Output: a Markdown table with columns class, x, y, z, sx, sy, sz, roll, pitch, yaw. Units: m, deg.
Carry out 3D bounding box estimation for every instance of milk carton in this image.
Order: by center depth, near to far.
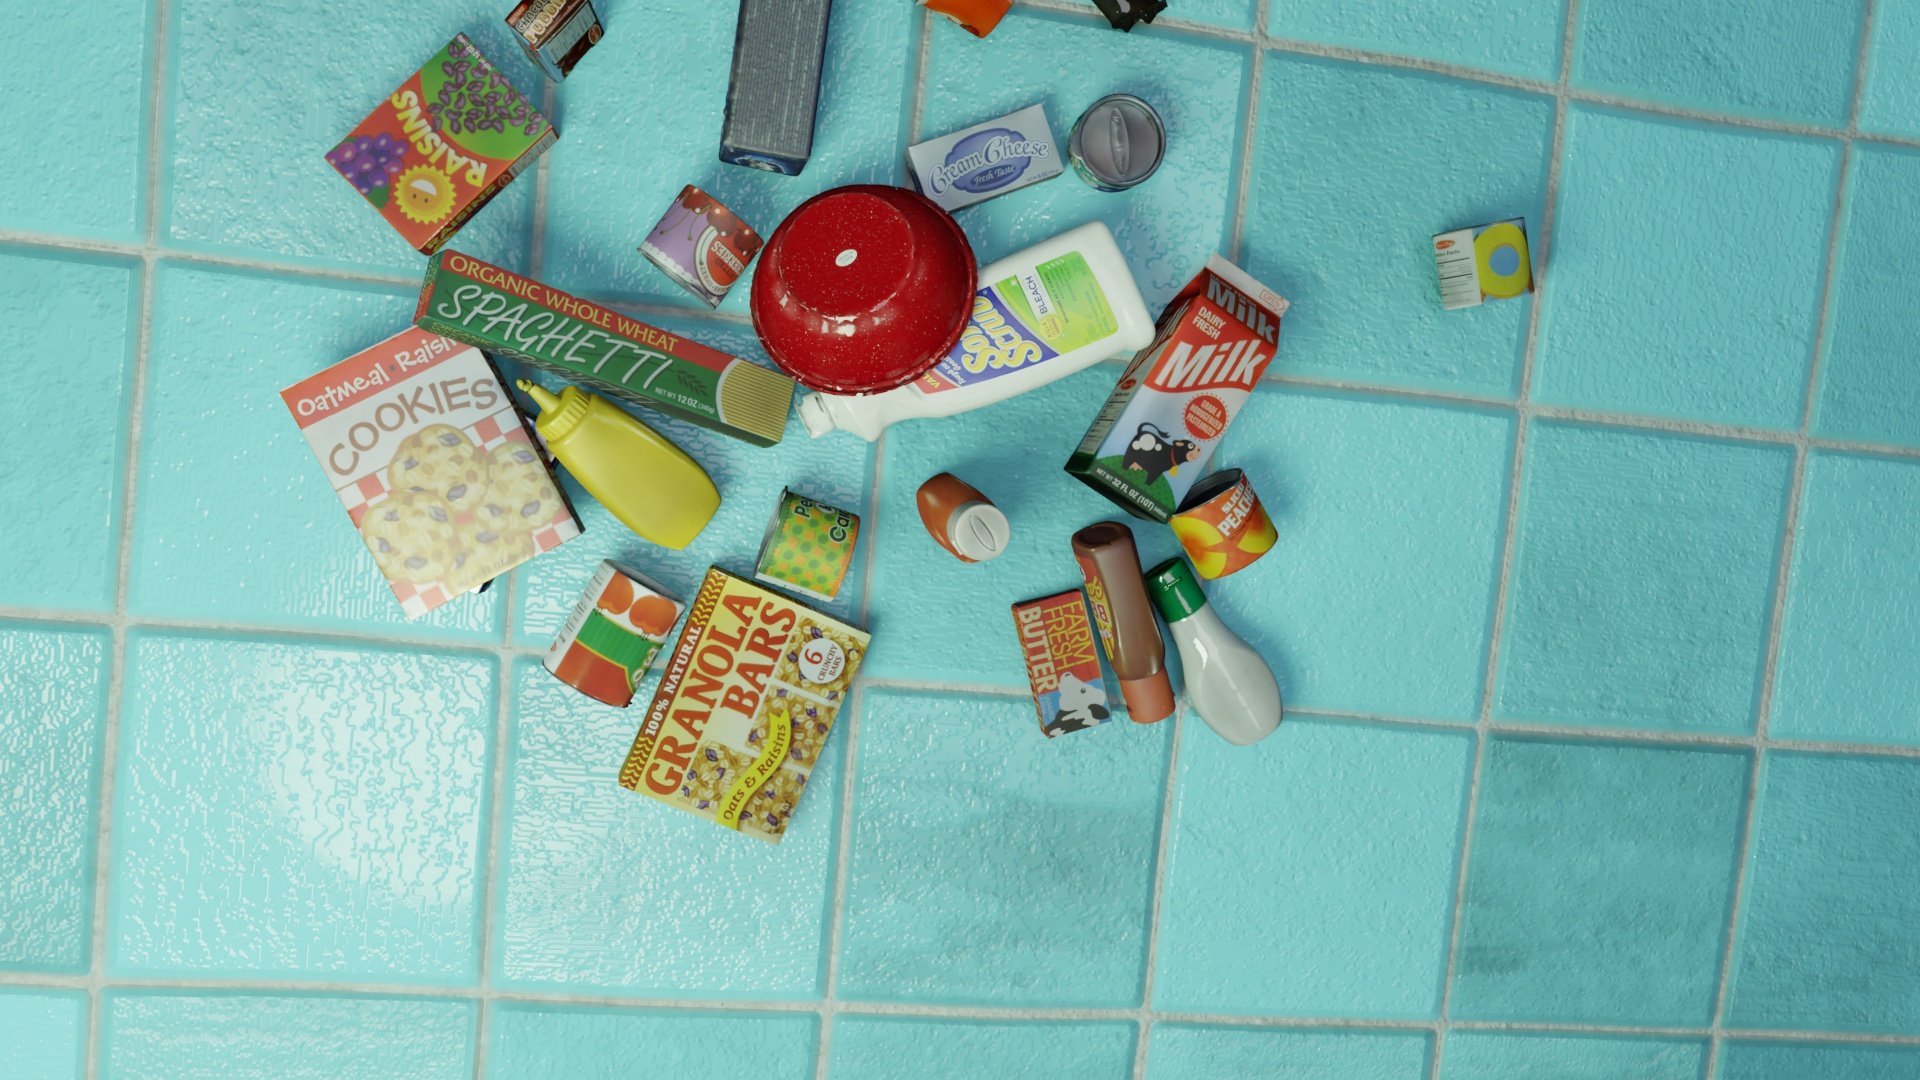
| class | x | y | z | sx | sy | sz | roll | pitch | yaw |
| --- | --- | --- | --- | --- | --- | --- | --- | --- | --- |
| milk carton | 0.161 | -0.111 | 1.007 | 0.072 | 0.073 | 0.190 | 32 | 89 | -11 |

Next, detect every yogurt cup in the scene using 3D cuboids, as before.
| class | x | y | z | sx | sy | sz | roll | pitch | yaw |
| --- | --- | --- | --- | --- | --- | --- | --- | --- | --- |
| yogurt cup | 0.010 | -0.387 | 0.964 | 0.054 | 0.072 | 0.072 | 32 | 89 | -19 |

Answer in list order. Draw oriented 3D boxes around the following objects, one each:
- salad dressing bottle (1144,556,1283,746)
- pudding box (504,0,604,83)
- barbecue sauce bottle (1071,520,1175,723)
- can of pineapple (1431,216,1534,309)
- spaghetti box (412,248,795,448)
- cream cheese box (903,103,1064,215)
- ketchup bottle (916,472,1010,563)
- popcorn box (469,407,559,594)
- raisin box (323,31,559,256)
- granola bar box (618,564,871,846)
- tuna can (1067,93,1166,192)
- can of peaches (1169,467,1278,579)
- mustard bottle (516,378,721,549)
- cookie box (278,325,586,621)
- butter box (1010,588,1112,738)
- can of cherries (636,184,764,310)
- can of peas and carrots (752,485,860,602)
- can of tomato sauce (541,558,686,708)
| class | x | y | z | sx | sy | sz | roll | pitch | yaw |
| --- | --- | --- | --- | --- | --- | --- | --- | --- | --- |
| salad dressing bottle | 0.188 | 0.082 | 1.043 | 0.064 | 0.044 | 0.147 | -32 | 98 | -3 |
| pudding box | -0.265 | -0.336 | 0.912 | 0.030 | 0.084 | 0.049 | 41 | 88 | -8 |
| barbecue sauce bottle | 0.123 | 0.062 | 1.023 | 0.044 | 0.065 | 0.148 | -20 | 106 | -6 |
| can of pineapple | 0.393 | -0.208 | 1.041 | 0.071 | 0.071 | 0.057 | -12 | 97 | -8 |
| spaghetti box | -0.228 | -0.123 | 0.919 | 0.250 | 0.028 | 0.050 | 19 | 74 | -29 |
| cream cheese box | 0.017 | -0.271 | 0.994 | 0.104 | 0.024 | 0.053 | -21 | 97 | -7 |
| ketchup bottle | 0.003 | -0.012 | 0.951 | 0.043 | 0.149 | 0.064 | -34 | 100 | -3 |
| popcorn box | -0.334 | -0.038 | 0.948 | 0.085 | 0.038 | 0.126 | 29 | 90 | -10 |
| raisin box | -0.345 | -0.263 | 0.927 | 0.123 | 0.040 | 0.086 | -45 | 101 | -5 |
| granola bar box | -0.154 | 0.116 | 0.991 | 0.124 | 0.039 | 0.165 | 24 | 91 | -11 |
| tuna can | 0.110 | -0.286 | 1.004 | 0.071 | 0.033 | 0.071 | -1 | 95 | -9 |
| can of peaches | 0.193 | -0.012 | 1.022 | 0.071 | 0.071 | 0.058 | -32 | 100 | -5 |
| mustard bottle | -0.234 | -0.060 | 0.932 | 0.065 | 0.049 | 0.160 | -51 | 123 | -8 |
| cookie box | -0.341 | -0.051 | 0.905 | 0.123 | 0.040 | 0.167 | -28 | 98 | -7 |
| butter box | 0.075 | 0.091 | 1.034 | 0.053 | 0.024 | 0.103 | -15 | 97 | -8 |
| can of cherries | -0.175 | -0.199 | 0.945 | 0.071 | 0.071 | 0.058 | 37 | 88 | -11 |
| can of peas and carrots | -0.107 | 0.002 | 0.975 | 0.059 | 0.071 | 0.071 | 20 | 92 | -11 |
| can of tomato sauce | -0.236 | 0.065 | 0.959 | 0.071 | 0.071 | 0.083 | 31 | 89 | -11 |
